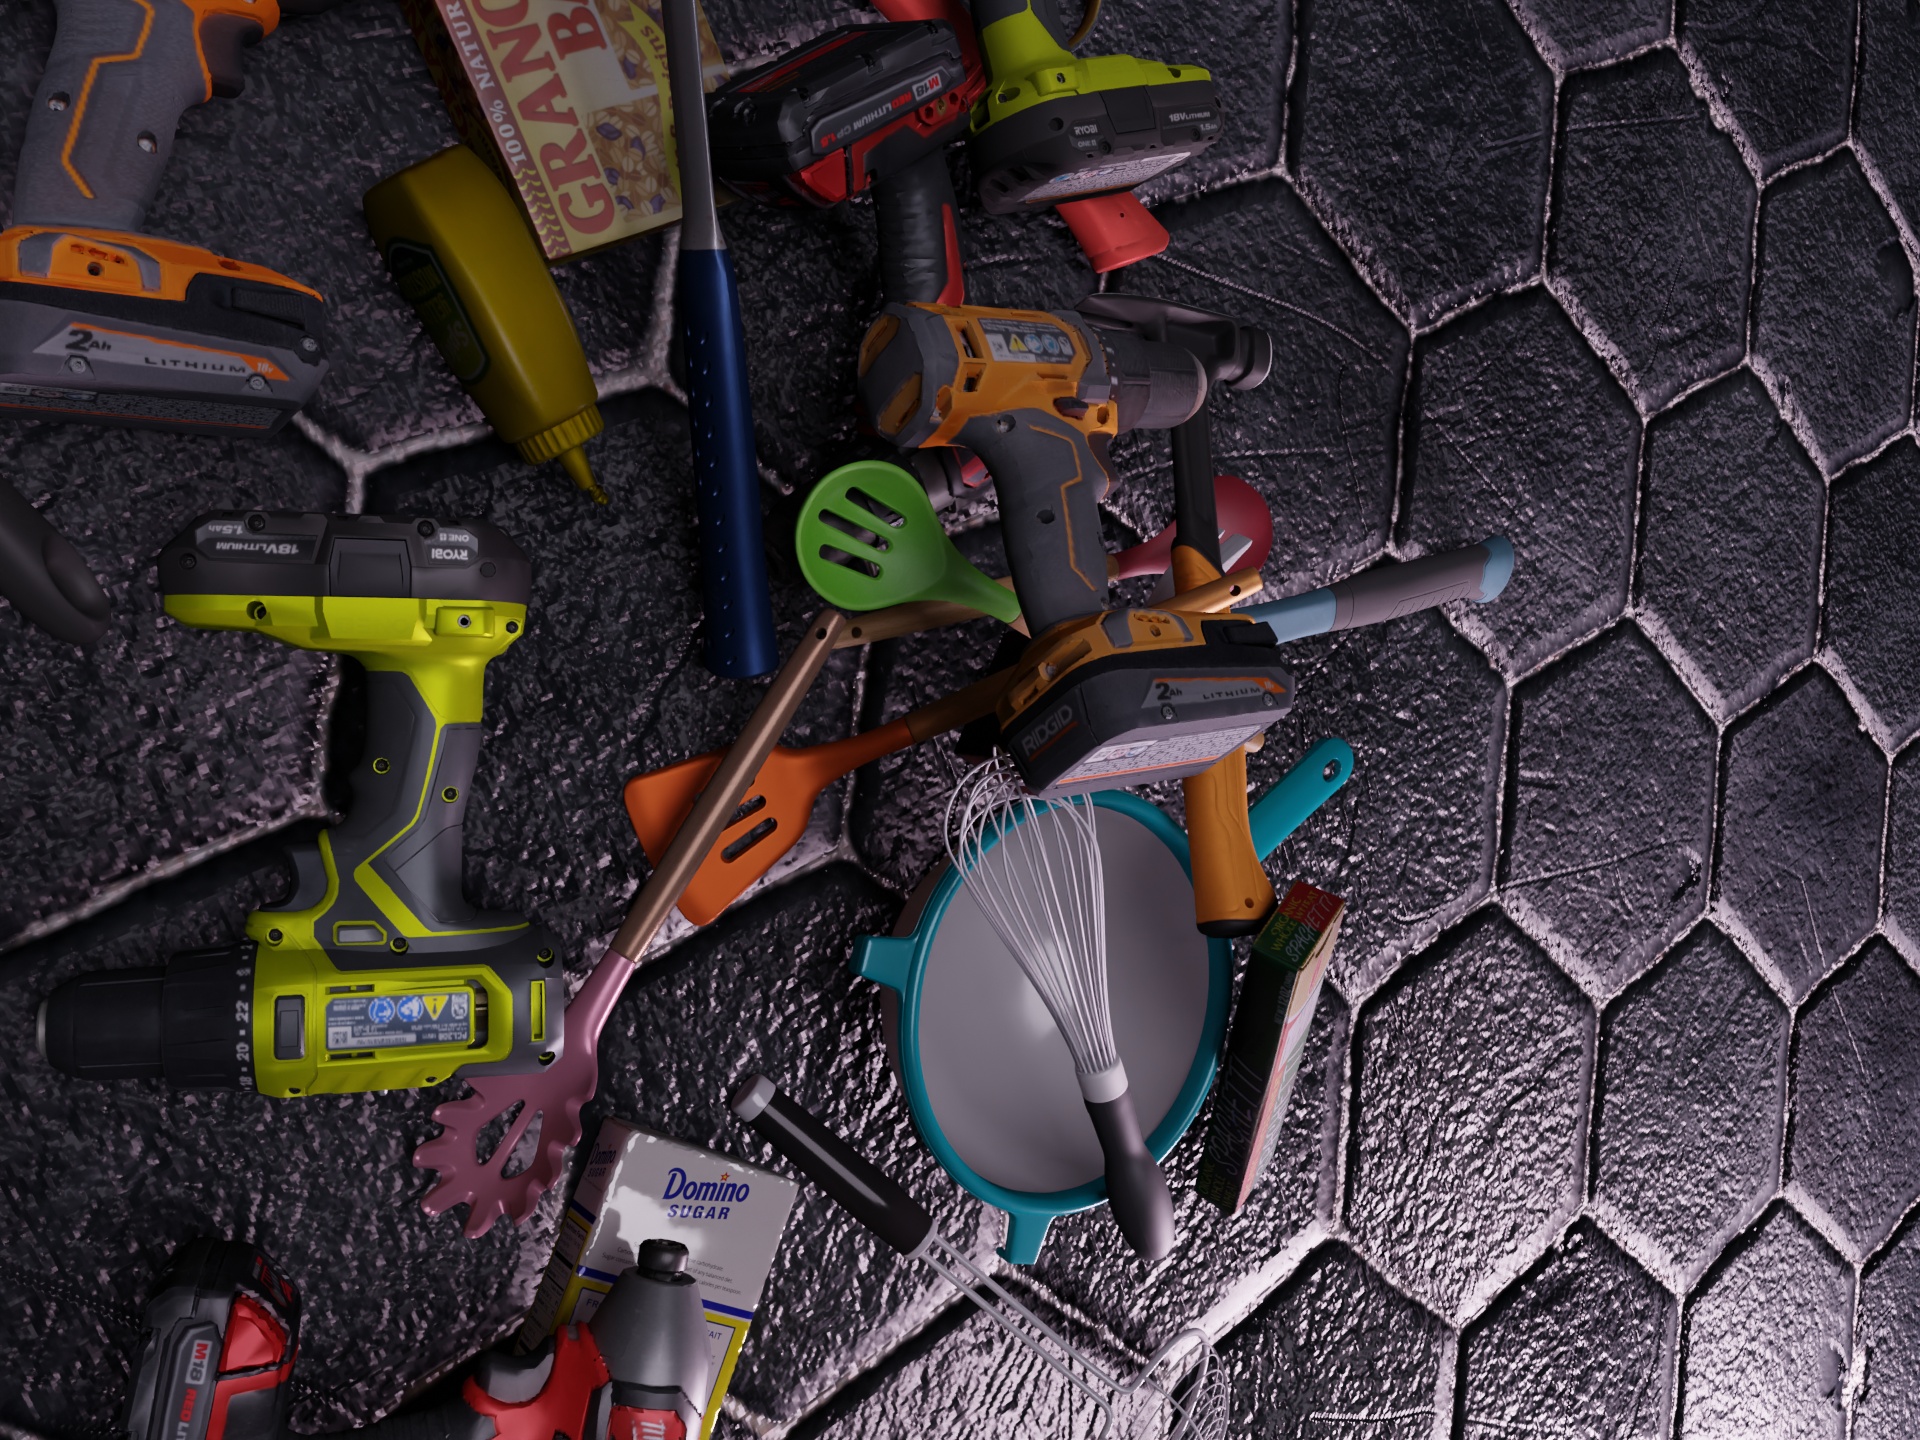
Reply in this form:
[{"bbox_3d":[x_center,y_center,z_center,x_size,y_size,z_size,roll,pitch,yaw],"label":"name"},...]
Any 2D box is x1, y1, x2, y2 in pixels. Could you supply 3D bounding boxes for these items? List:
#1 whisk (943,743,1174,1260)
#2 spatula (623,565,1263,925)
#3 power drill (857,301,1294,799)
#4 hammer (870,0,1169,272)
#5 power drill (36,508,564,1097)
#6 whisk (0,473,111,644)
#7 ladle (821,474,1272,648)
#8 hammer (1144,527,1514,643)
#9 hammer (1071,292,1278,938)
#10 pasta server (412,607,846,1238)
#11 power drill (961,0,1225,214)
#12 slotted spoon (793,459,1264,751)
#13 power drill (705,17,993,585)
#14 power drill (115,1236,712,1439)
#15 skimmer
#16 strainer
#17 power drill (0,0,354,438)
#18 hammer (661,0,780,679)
[{"bbox_3d":[0.057,0.139,0.743,0.070,0.070,0.284,-30,114,-30],"label":"whisk"},{"bbox_3d":[-0.001,-0.002,0.768,0.322,0.041,0.081,-24,105,1],"label":"spatula"},{"bbox_3d":[0.068,-0.088,0.719,0.185,0.084,0.226,-7,67,-36],"label":"power drill"},{"bbox_3d":[-0.015,-0.373,0.821,0.358,0.037,0.149,39,70,-26],"label":"hammer"},{"bbox_3d":[-0.256,0.036,0.630,0.190,0.080,0.228,0,91,-18],"label":"power drill"},{"bbox_3d":[-0.394,-0.141,0.538,0.073,0.073,0.295,-46,126,-25],"label":"whisk"},{"bbox_3d":[0.062,-0.080,0.876,0.315,0.031,0.069,-17,102,-30],"label":"ladle"},{"bbox_3d":[0.229,-0.068,0.967,0.331,0.033,0.128,-15,119,-36],"label":"hammer"},{"bbox_3d":[0.119,-0.058,0.817,0.127,0.034,0.337,5,74,-30],"label":"hammer"},{"bbox_3d":[-0.138,0.082,0.714,0.060,0.040,0.316,31,79,1],"label":"pasta server"},{"bbox_3d":[0.047,-0.382,0.796,0.171,0.080,0.223,-20,97,-31],"label":"power drill"},{"bbox_3d":[0.044,-0.044,0.799,0.313,0.031,0.070,25,93,-32],"label":"slotted spoon"},{"bbox_3d":[-0.048,-0.190,0.752,0.188,0.080,0.226,-38,128,-25],"label":"power drill"},{"bbox_3d":[-0.209,0.272,0.633,0.219,0.078,0.143,13,82,-18],"label":"power drill"},{"bbox_3d":[0.010,0.303,0.837,0.363,0.090,0.127,44,70,-14],"label":"skimmer"},{"bbox_3d":[0.078,0.103,0.845,0.340,0.095,0.211,-37,112,-30],"label":"strainer"},{"bbox_3d":[-0.297,-0.229,0.611,0.164,0.084,0.226,-1,86,-34],"label":"power drill"},{"bbox_3d":[-0.107,-0.211,0.673,0.035,0.144,0.405,-22,120,-39],"label":"hammer"}]
